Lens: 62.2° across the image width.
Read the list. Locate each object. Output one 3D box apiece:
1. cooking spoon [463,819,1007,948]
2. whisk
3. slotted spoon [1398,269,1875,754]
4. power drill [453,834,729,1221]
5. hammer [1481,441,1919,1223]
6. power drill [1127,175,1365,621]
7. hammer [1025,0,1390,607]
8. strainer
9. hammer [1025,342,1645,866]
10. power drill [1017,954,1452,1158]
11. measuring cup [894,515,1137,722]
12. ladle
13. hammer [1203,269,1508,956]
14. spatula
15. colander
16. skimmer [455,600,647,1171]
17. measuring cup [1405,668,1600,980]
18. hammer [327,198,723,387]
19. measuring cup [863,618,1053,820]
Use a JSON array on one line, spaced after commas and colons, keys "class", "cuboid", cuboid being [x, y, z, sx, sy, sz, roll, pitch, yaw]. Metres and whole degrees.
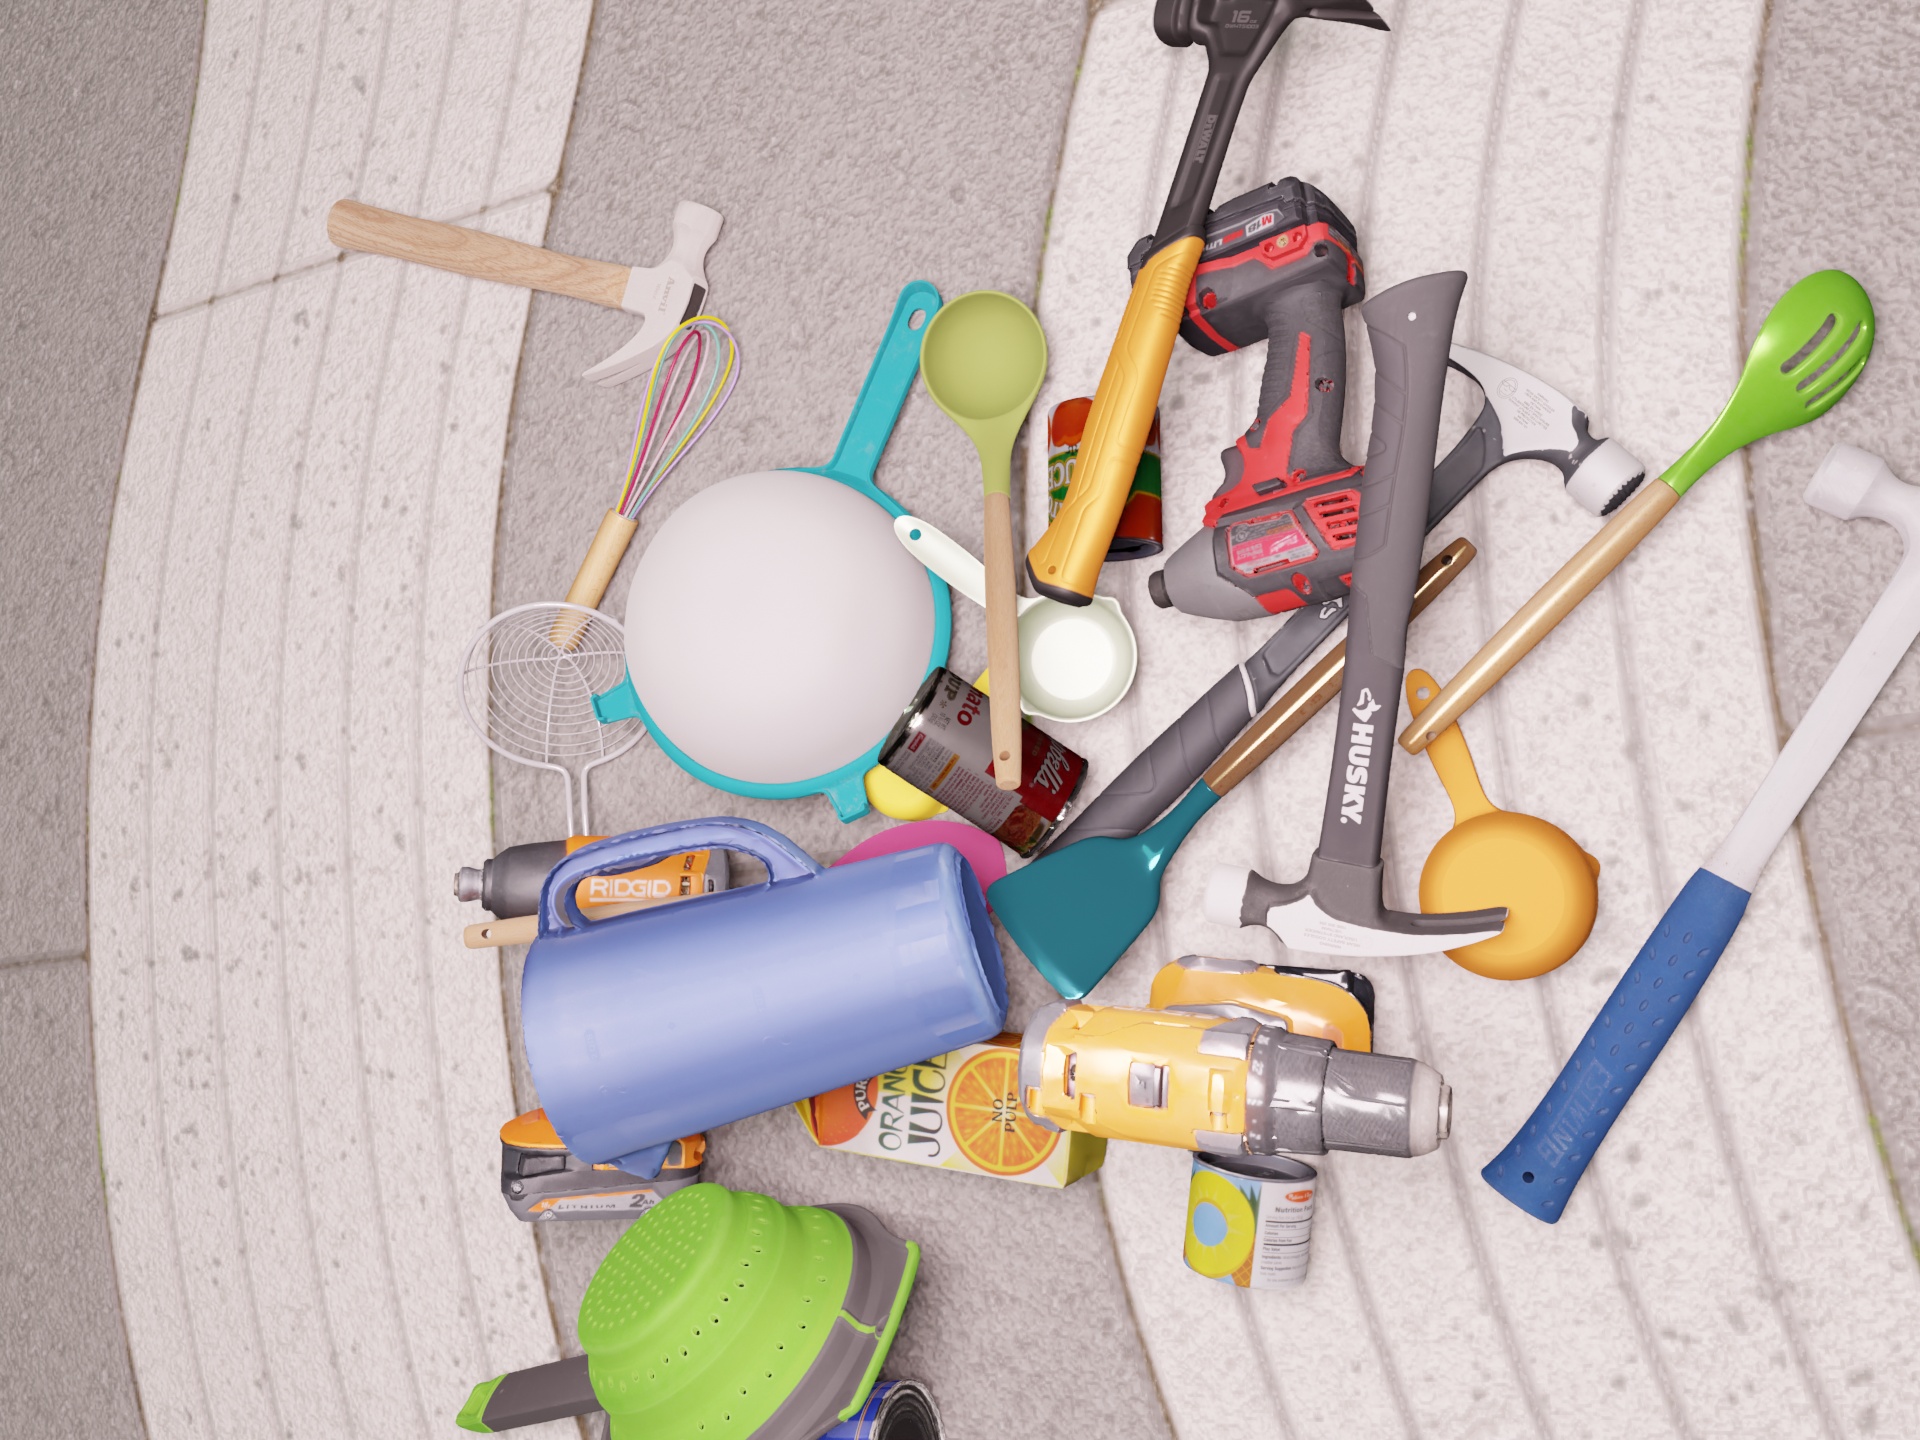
[{"class": "cooking spoon", "cuboid": [-0.130, 0.107, 0.938, 0.319, 0.017, 0.069, -7, 84, -6]}, {"class": "whisk", "cuboid": [-0.218, -0.157, 1.056, 0.051, 0.047, 0.245, 32, 101, 14]}, {"class": "slotted spoon", "cuboid": [0.338, -0.096, 0.801, 0.313, 0.070, 0.031, -47, 29, 12]}, {"class": "power drill", "cuboid": [-0.230, 0.183, 0.975, 0.164, 0.084, 0.226, 4, 88, -16]}, {"class": "hammer", "cuboid": [0.388, 0.072, 0.781, 0.144, 0.035, 0.405, 33, 98, 22]}, {"class": "power drill", "cuboid": [0.158, -0.162, 0.853, 0.143, 0.078, 0.220, -15, 71, 33]}, {"class": "hammer", "cuboid": [0.111, -0.220, 0.831, 0.127, 0.034, 0.337, 21, 95, 37]}, {"class": "strainer", "cuboid": [-0.093, -0.122, 0.948, 0.211, 0.095, 0.340, 21, 85, 16]}, {"class": "hammer", "cuboid": [0.170, -0.036, 0.884, 0.409, 0.036, 0.149, -46, 69, 13]}, {"class": "power drill", "cuboid": [0.149, 0.165, 0.770, 0.185, 0.226, 0.084, 2, 86, 23]}, {"class": "measuring cup", "cuboid": [0.029, -0.064, 0.927, 0.167, 0.038, 0.083, 39, 93, 8]}, {"class": "ladle", "cuboid": [0.018, -0.109, 0.887, 0.078, 0.062, 0.320, -10, 58, 14]}, {"class": "hammer", "cuboid": [0.206, -0.043, 0.763, 0.146, 0.035, 0.334, 10, 107, 21]}, {"class": "spatula", "cuboid": [0.150, 0.018, 0.846, 0.317, 0.044, 0.082, -46, 65, 14]}, {"class": "colander", "cuboid": [-0.203, 0.359, 0.933, 0.397, 0.205, 0.094, -27, 112, 35]}, {"class": "skimmer", "cuboid": [-0.248, 0.108, 1.019, 0.127, 0.090, 0.363, -5, 85, -6]}, {"class": "measuring cup", "cuboid": [0.266, 0.051, 0.825, 0.095, 0.052, 0.174, -24, 79, 20]}, {"class": "hammer", "cuboid": [-0.321, -0.321, 1.121, 0.331, 0.031, 0.130, 18, 92, 24]}, {"class": "measuring cup", "cuboid": [-0.002, -0.003, 0.956, 0.062, 0.029, 0.156, 47, 105, 20]}]
